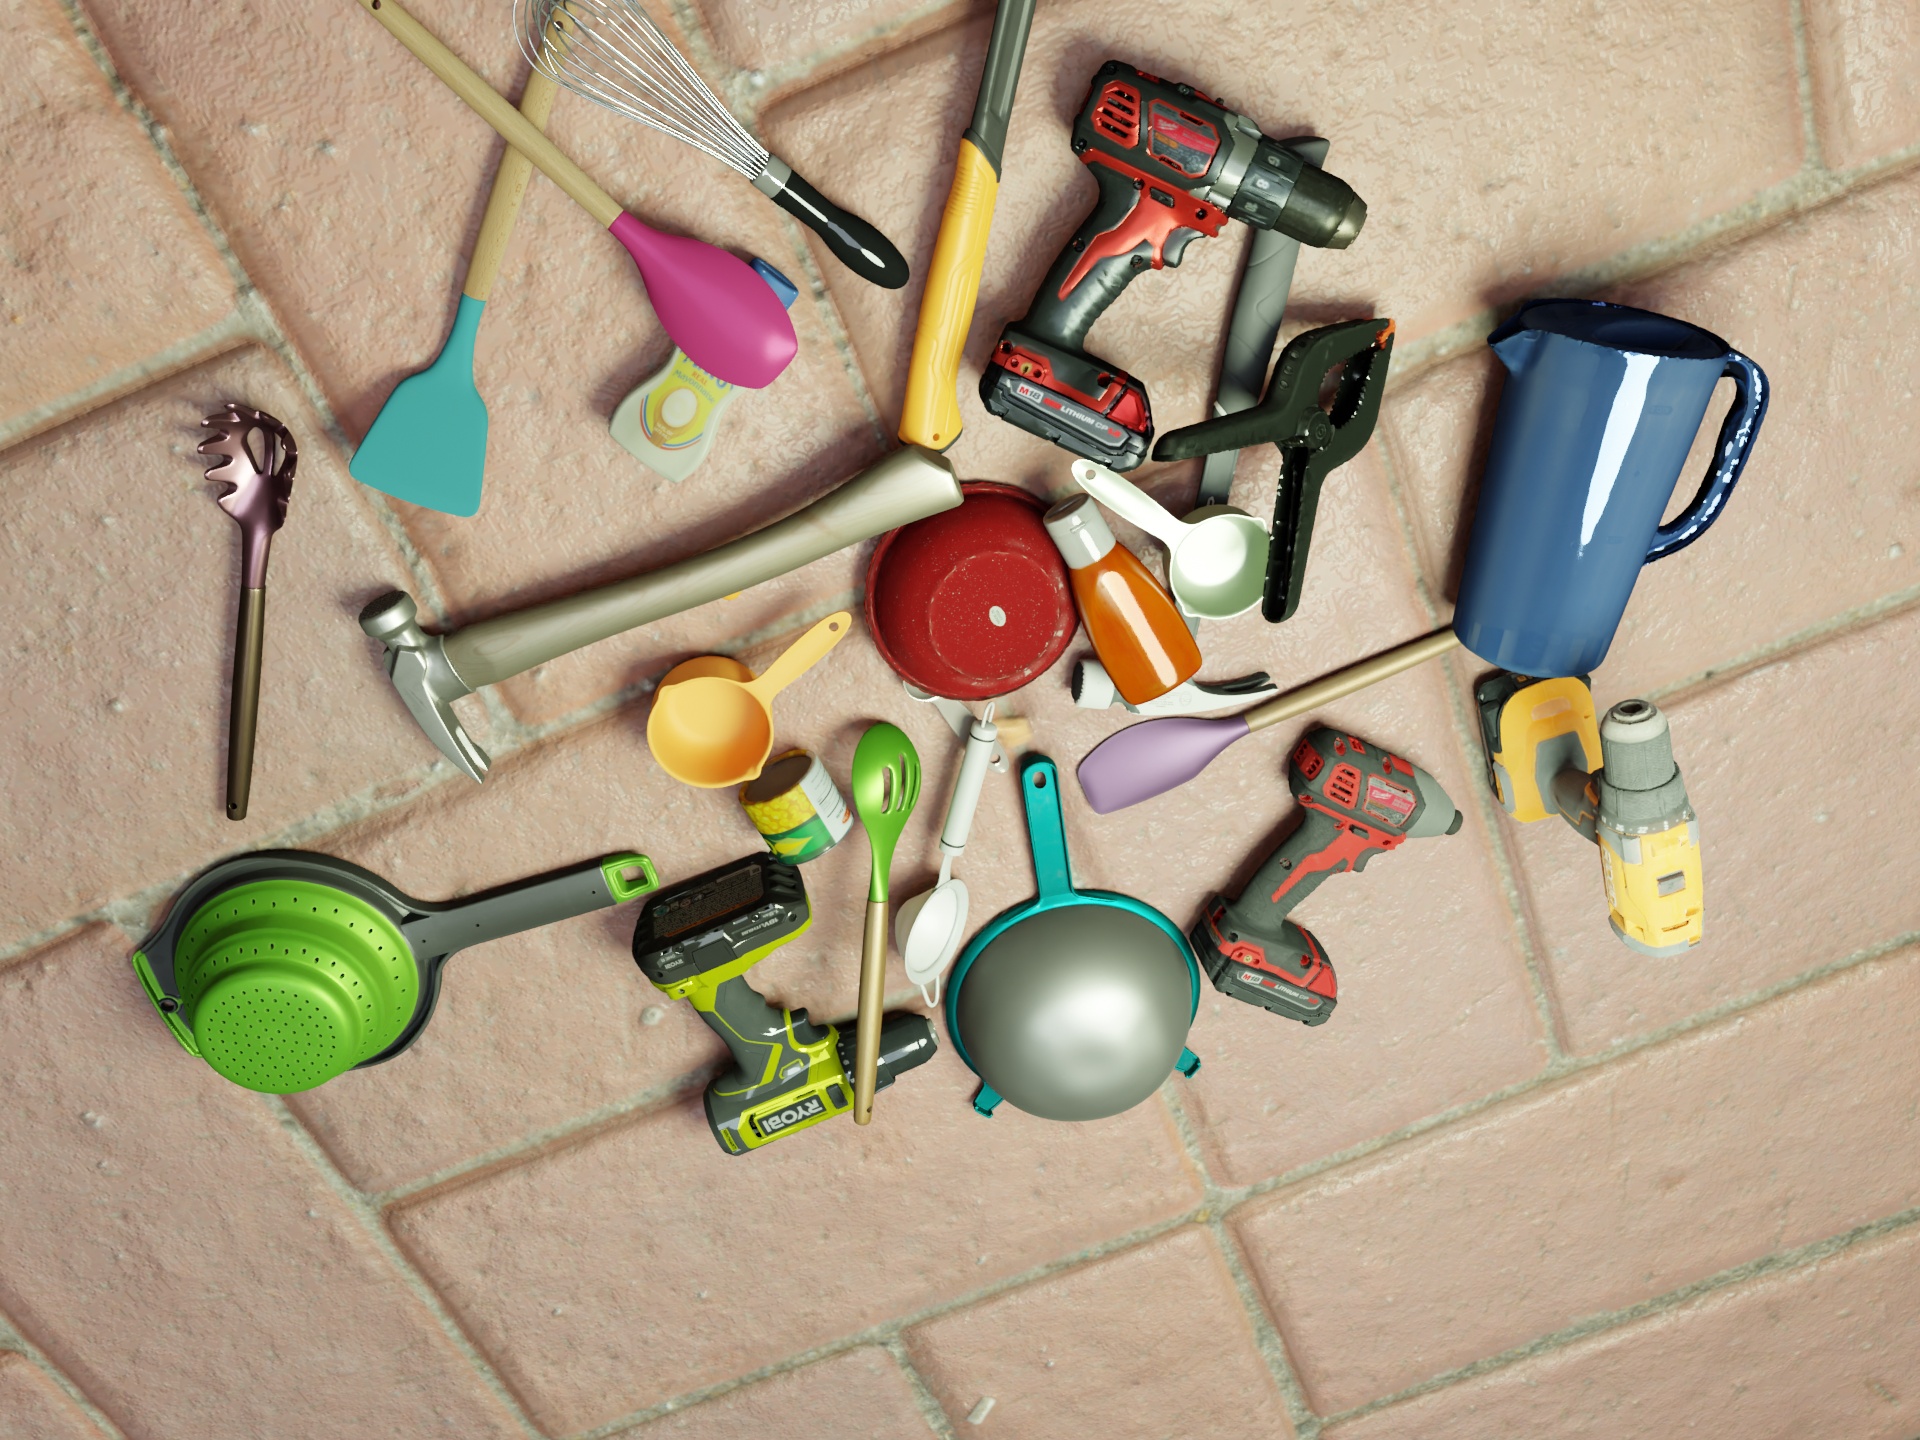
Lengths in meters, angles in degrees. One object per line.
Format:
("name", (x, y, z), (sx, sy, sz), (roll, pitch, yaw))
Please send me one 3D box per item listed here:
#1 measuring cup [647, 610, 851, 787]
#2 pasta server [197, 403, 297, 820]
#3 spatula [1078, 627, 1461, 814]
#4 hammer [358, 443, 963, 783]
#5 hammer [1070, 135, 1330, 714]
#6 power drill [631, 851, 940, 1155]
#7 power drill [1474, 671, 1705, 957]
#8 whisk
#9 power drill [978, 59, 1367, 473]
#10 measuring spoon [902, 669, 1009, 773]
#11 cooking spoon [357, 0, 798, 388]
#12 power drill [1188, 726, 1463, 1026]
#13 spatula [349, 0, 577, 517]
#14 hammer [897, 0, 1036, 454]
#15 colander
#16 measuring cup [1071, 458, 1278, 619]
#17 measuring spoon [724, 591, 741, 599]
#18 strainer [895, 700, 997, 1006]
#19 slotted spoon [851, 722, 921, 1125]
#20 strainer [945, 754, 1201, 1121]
("measuring cup", (-0.145, -0.028, 1.121), (0.173, 0.052, 0.095), (-39, 114, 11))
("pasta server", (-0.481, -0.064, 1.069), (0.060, 0.040, 0.316), (16, 115, -1))
("spatula", (0.238, -0.009, 1.194), (0.316, 0.018, 0.059), (-22, 106, 5))
("hammer", (-0.190, -0.082, 1.077), (0.410, 0.038, 0.146), (-19, 119, 9))
("hammer", (0.186, -0.187, 1.089), (0.149, 0.036, 0.408), (5, 116, -11))
("power drill", (-0.135, 0.220, 1.234), (0.190, 0.080, 0.228), (-23, 119, 0))
("power drill", (0.444, 0.034, 1.123), (0.084, 0.226, 0.185), (-18, 117, 2))
("whisk", (-0.140, -0.347, 0.952), (0.284, 0.070, 0.070), (32, 109, -31))
("power drill", (0.128, -0.272, 1.000), (0.188, 0.080, 0.226), (24, 109, -2))
("measuring spoon", (-0.002, -0.004, 1.173), (0.034, 0.018, 0.124), (-38, 122, 4))
("cooking spoon", (-0.227, -0.318, 0.951), (0.318, 0.017, 0.068), (41, 105, -18))
("power drill", (0.286, 0.121, 1.236), (0.143, 0.079, 0.219), (22, 109, -17))
("spatula", (-0.291, -0.283, 0.978), (0.082, 0.044, 0.317), (19, 112, -15))
("hammer", (0.002, -0.324, 0.981), (0.127, 0.034, 0.336), (-6, 124, -32))
("colander", (-0.416, 0.182, 1.168), (0.397, 0.095, 0.204), (-16, 117, 2))
("measuring cup", (0.139, -0.132, 1.070), (0.167, 0.038, 0.083), (31, 107, -20))
("measuring spoon", (-0.122, -0.119, 1.099), (0.117, 0.011, 0.021), (-34, 116, 10))
("strainer", (-0.009, 0.099, 1.198), (0.050, 0.087, 0.258), (27, 116, 24))
("slotted spoon", (-0.062, 0.157, 1.187), (0.070, 0.031, 0.313), (-10, 110, -48))
("strainer", (0.087, 0.191, 1.234), (0.211, 0.095, 0.340), (-11, 119, -1))
